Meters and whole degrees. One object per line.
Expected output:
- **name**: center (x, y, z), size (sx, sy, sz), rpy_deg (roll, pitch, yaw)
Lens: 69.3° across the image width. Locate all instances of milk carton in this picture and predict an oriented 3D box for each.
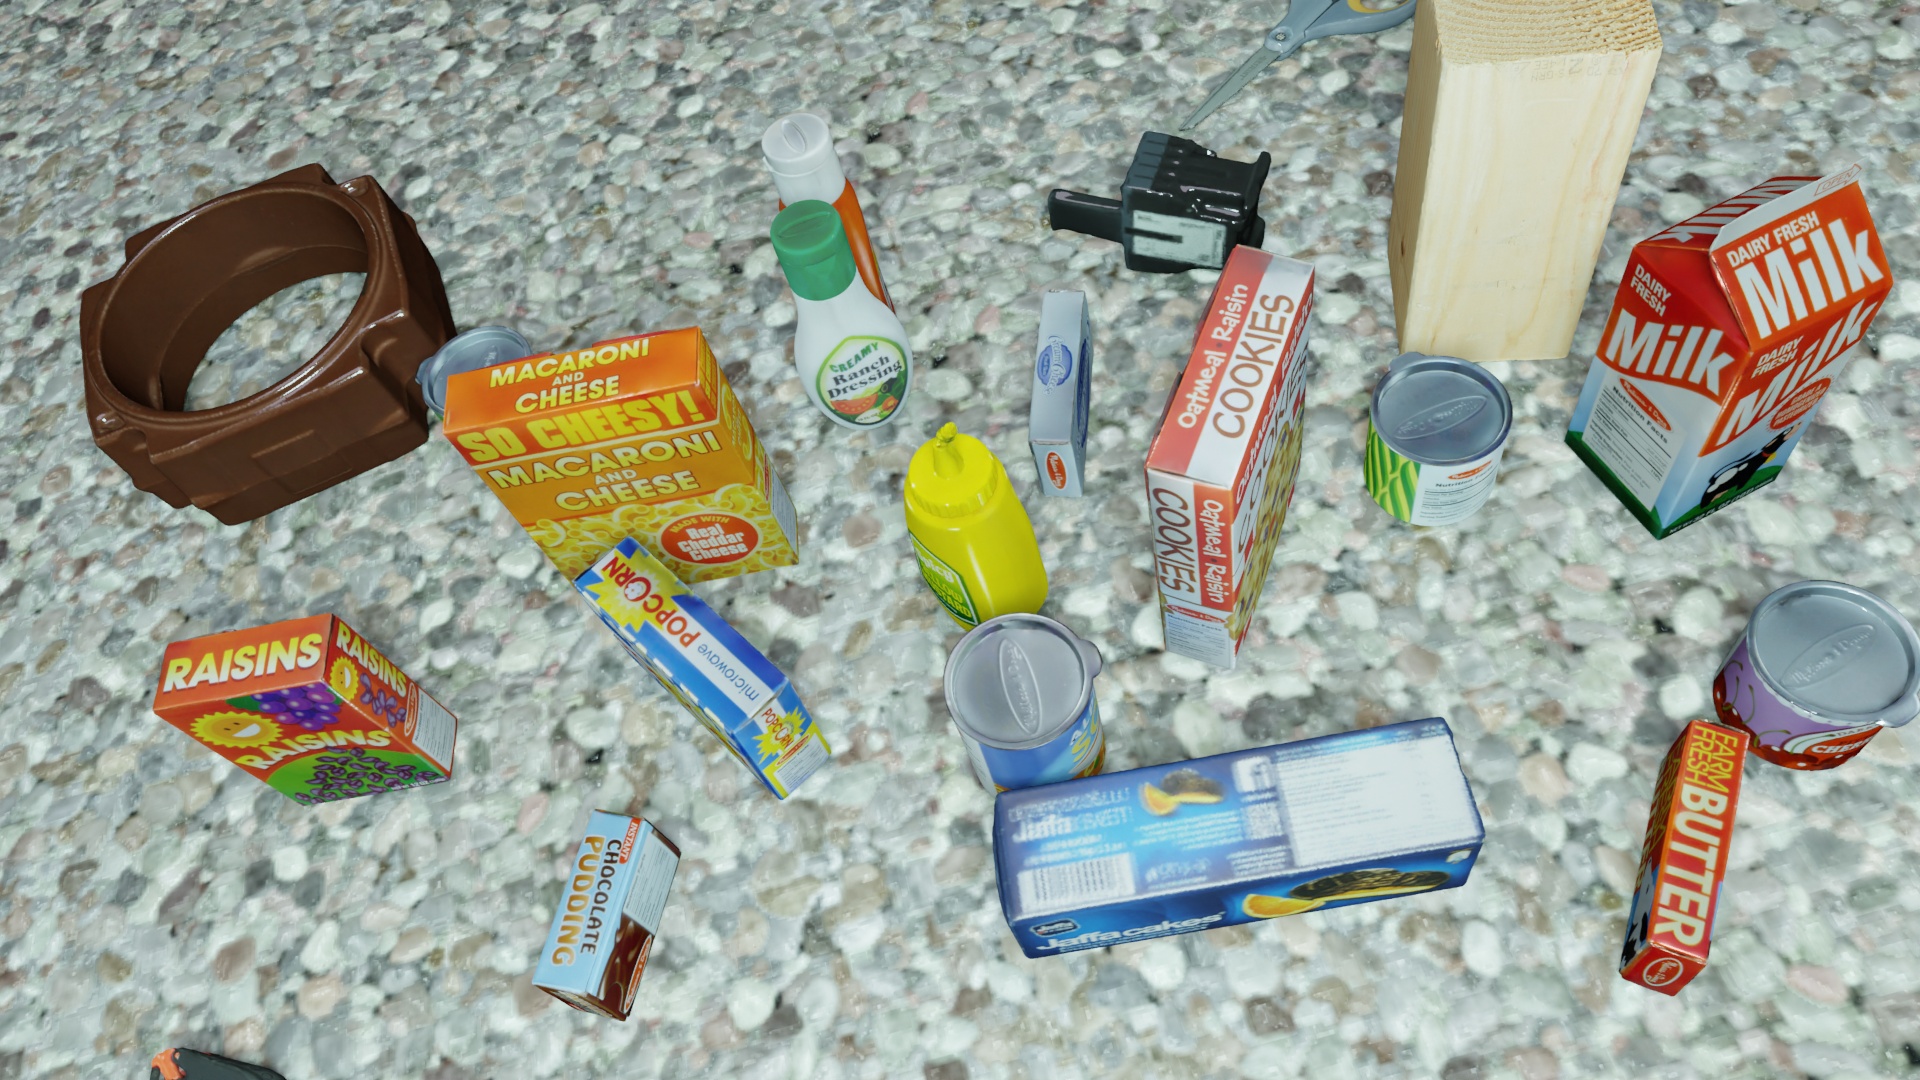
- **milk carton**: center (0.341, -0.088, 0.621), size (0.072, 0.189, 0.074), rpy_deg (-27, 58, -5)

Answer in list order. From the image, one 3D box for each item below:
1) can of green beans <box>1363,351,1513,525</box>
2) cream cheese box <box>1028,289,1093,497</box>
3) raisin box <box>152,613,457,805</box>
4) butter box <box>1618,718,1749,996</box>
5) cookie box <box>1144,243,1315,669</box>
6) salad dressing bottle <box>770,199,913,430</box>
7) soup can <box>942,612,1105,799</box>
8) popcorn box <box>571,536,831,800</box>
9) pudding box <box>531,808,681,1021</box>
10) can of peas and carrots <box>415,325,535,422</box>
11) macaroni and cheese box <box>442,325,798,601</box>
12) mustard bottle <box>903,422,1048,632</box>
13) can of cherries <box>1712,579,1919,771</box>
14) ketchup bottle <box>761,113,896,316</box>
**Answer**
- **can of green beans**: center (0.237, -0.049, 0.696), size (0.071, 0.057, 0.071), rpy_deg (-5, 58, 8)
- **cream cheese box**: center (0.055, -0.080, 0.753), size (0.024, 0.053, 0.104), rpy_deg (0, 59, 12)
- **raisin box**: center (-0.317, 0.085, 0.685), size (0.086, 0.123, 0.040), rpy_deg (-10, 58, 5)
- **butter box**: center (0.300, 0.130, 0.576), size (0.024, 0.053, 0.104), rpy_deg (16, 64, 20)
- **cookie box**: center (0.125, -0.033, 0.644), size (0.040, 0.166, 0.123), rpy_deg (15, 63, 19)
- **salad dressing bottle**: center (-0.065, -0.118, 0.745), size (0.064, 0.147, 0.044), rpy_deg (-24, 58, -3)
- **soup can**: center (0.034, 0.081, 0.641), size (0.071, 0.083, 0.071), rpy_deg (-5, 58, 8)
- **popcorn box**: center (-0.126, 0.063, 0.683), size (0.127, 0.085, 0.038), rpy_deg (37, 72, 28)
- **pudding box**: center (-0.162, 0.173, 0.644), size (0.030, 0.049, 0.084), rpy_deg (5, 60, 14)
- **can of peas and carrots**: center (-0.274, -0.082, 0.817), size (0.071, 0.058, 0.071), rpy_deg (-5, 58, 8)
- **macaroni and cheese box**: center (-0.164, -0.033, 0.702), size (0.124, 0.165, 0.040), rpy_deg (-11, 58, 5)
- **mustard bottle**: center (0.002, -0.008, 0.657), size (0.049, 0.159, 0.065), rpy_deg (-42, 61, -14)
- **can of cherries**: center (0.370, 0.062, 0.601), size (0.071, 0.058, 0.072), rpy_deg (-5, 58, 8)
- **ketchup bottle**: center (-0.074, -0.171, 0.778), size (0.043, 0.148, 0.065), rpy_deg (-27, 58, -5)
